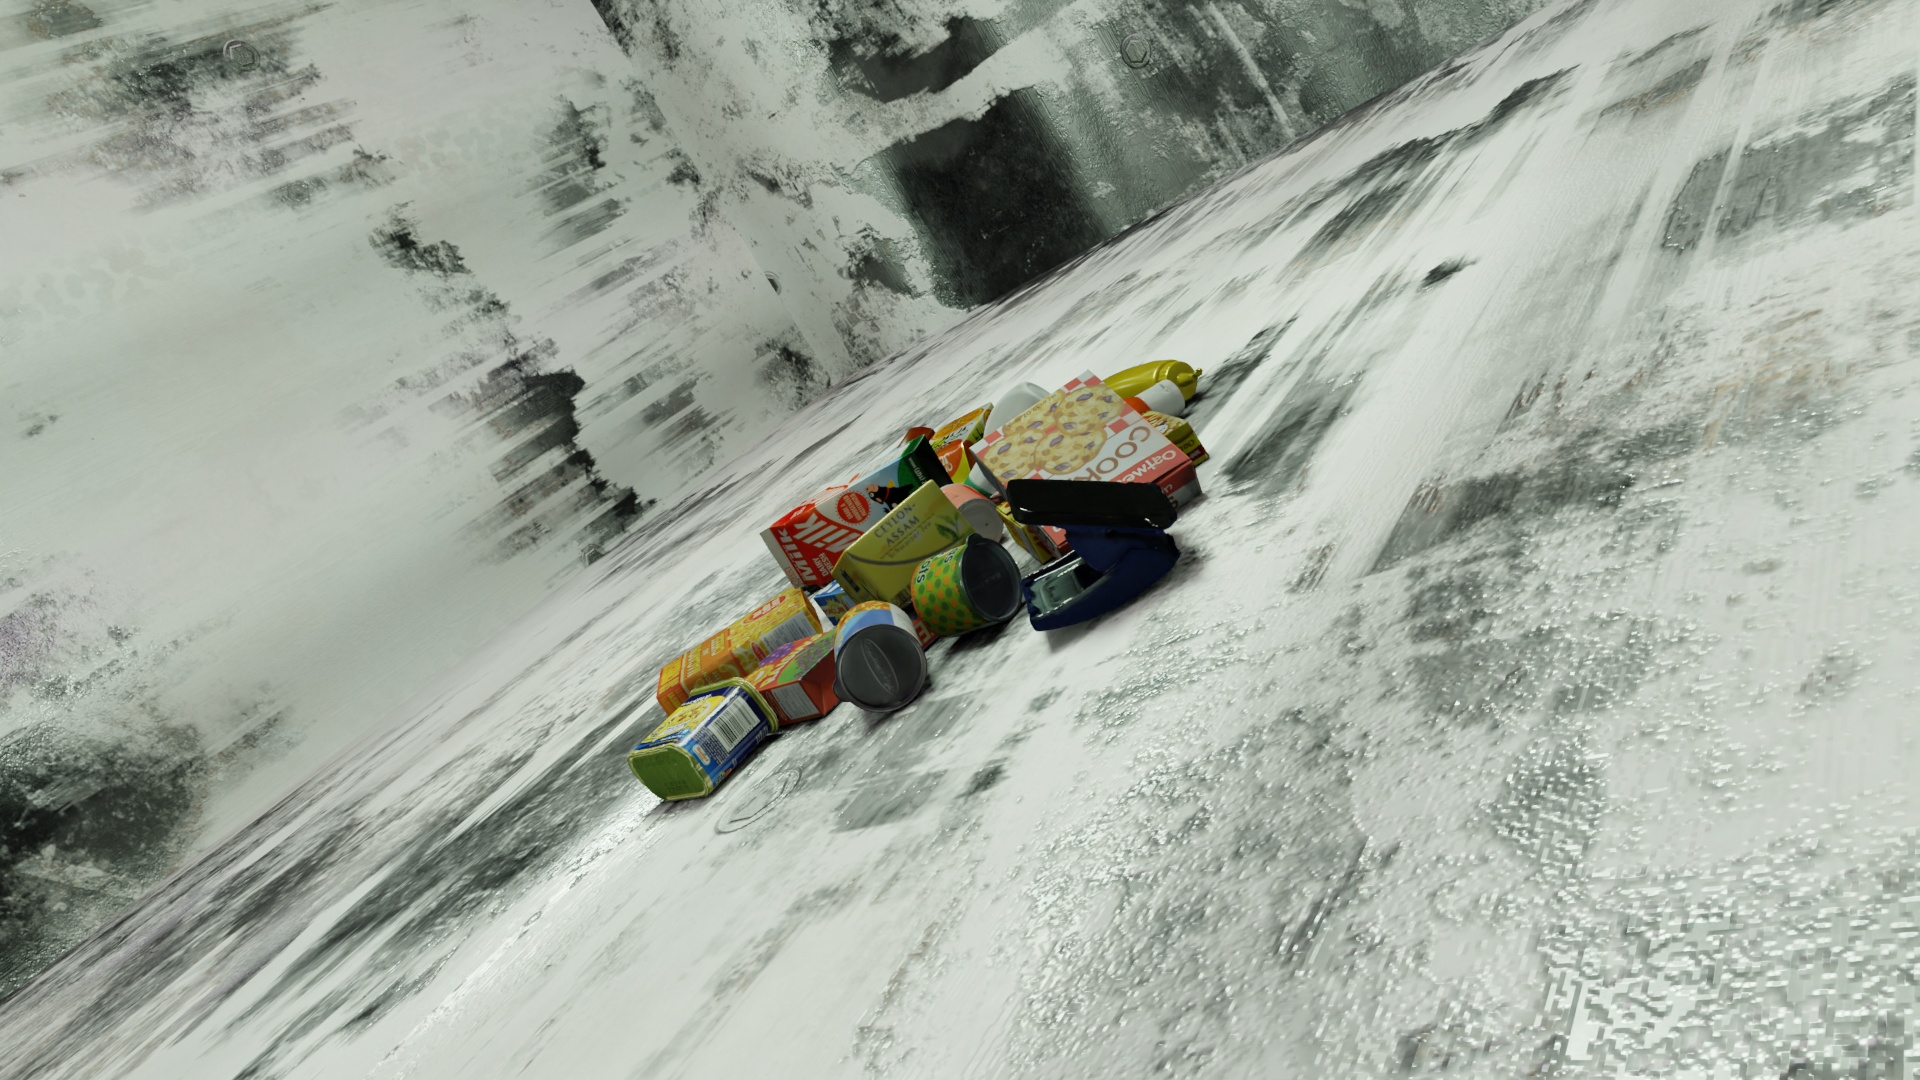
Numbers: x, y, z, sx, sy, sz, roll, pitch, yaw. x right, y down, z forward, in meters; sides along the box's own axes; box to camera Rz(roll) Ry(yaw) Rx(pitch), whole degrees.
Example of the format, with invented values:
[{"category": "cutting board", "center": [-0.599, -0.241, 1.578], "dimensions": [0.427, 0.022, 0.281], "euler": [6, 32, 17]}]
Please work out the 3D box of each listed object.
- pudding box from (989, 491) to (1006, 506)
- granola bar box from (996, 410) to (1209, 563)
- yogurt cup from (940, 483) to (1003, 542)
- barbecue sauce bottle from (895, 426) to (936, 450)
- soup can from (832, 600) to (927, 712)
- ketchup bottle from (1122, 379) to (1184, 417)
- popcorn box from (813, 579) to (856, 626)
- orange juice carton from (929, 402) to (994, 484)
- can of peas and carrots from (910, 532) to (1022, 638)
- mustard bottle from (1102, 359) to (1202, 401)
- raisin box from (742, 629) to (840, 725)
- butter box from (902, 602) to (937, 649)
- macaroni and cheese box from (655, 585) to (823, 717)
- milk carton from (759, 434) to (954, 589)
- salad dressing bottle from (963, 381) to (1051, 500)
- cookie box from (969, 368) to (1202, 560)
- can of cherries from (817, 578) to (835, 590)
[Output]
[{"category": "pudding box", "center": [0.075, -0.054, 1.331], "dimensions": [0.084, 0.030, 0.049], "euler": [-37, 12, -23]}, {"category": "granola bar box", "center": [0.117, -0.050, 1.192], "dimensions": [0.166, 0.039, 0.124], "euler": [-33, 12, -3]}, {"category": "yogurt cup", "center": [0.005, -0.016, 1.283], "dimensions": [0.072, 0.072, 0.054], "euler": [-36, 21, -15]}, {"category": "barbecue sauce bottle", "center": [-0.057, -0.074, 1.531], "dimensions": [0.044, 0.064, 0.149], "euler": [2, 24, 11]}, {"category": "soup can", "center": [-0.064, 0.086, 1.040], "dimensions": [0.071, 0.071, 0.084], "euler": [-32, 12, -1]}, {"category": "ketchup bottle", "center": [0.142, -0.102, 1.301], "dimensions": [0.149, 0.043, 0.065], "euler": [-30, 50, -17]}, {"category": "popcorn box", "center": [-0.069, 0.030, 1.336], "dimensions": [0.127, 0.038, 0.085], "euler": [-39, 15, -32]}, {"category": "orange juice carton", "center": [0.002, -0.078, 1.502], "dimensions": [0.071, 0.073, 0.193], "euler": [-26, 14, 22]}, {"category": "can of peas and carrots", "center": [0.003, 0.035, 1.066], "dimensions": [0.058, 0.071, 0.071], "euler": [-22, 16, 41]}, {"category": "mustard bottle", "center": [0.190, -0.151, 1.384], "dimensions": [0.065, 0.048, 0.160], "euler": [-35, 13, -25]}, {"category": "raisin box", "center": [-0.134, 0.116, 1.160], "dimensions": [0.123, 0.040, 0.086], "euler": [-20, 18, 47]}, {"category": "butter box", "center": [-0.027, 0.063, 1.140], "dimensions": [0.104, 0.024, 0.053], "euler": [-41, 14, -35]}, {"category": "macaroni and cheese box", "center": [-0.219, 0.112, 1.379], "dimensions": [0.166, 0.040, 0.124], "euler": [-32, 12, -4]}, {"category": "milk carton", "center": [-0.102, -0.022, 1.358], "dimensions": [0.190, 0.072, 0.074], "euler": [-28, 12, 15]}, {"category": "salad dressing bottle", "center": [0.042, -0.085, 1.369], "dimensions": [0.147, 0.064, 0.044], "euler": [-57, -11, 20]}, {"category": "cookie box", "center": [0.097, -0.058, 1.112], "dimensions": [0.123, 0.040, 0.168], "euler": [-33, 40, -4]}, {"category": "can of cherries", "center": [-0.126, 0.017, 1.449], "dimensions": [0.058, 0.071, 0.071], "euler": [-38, 13, -22]}]
